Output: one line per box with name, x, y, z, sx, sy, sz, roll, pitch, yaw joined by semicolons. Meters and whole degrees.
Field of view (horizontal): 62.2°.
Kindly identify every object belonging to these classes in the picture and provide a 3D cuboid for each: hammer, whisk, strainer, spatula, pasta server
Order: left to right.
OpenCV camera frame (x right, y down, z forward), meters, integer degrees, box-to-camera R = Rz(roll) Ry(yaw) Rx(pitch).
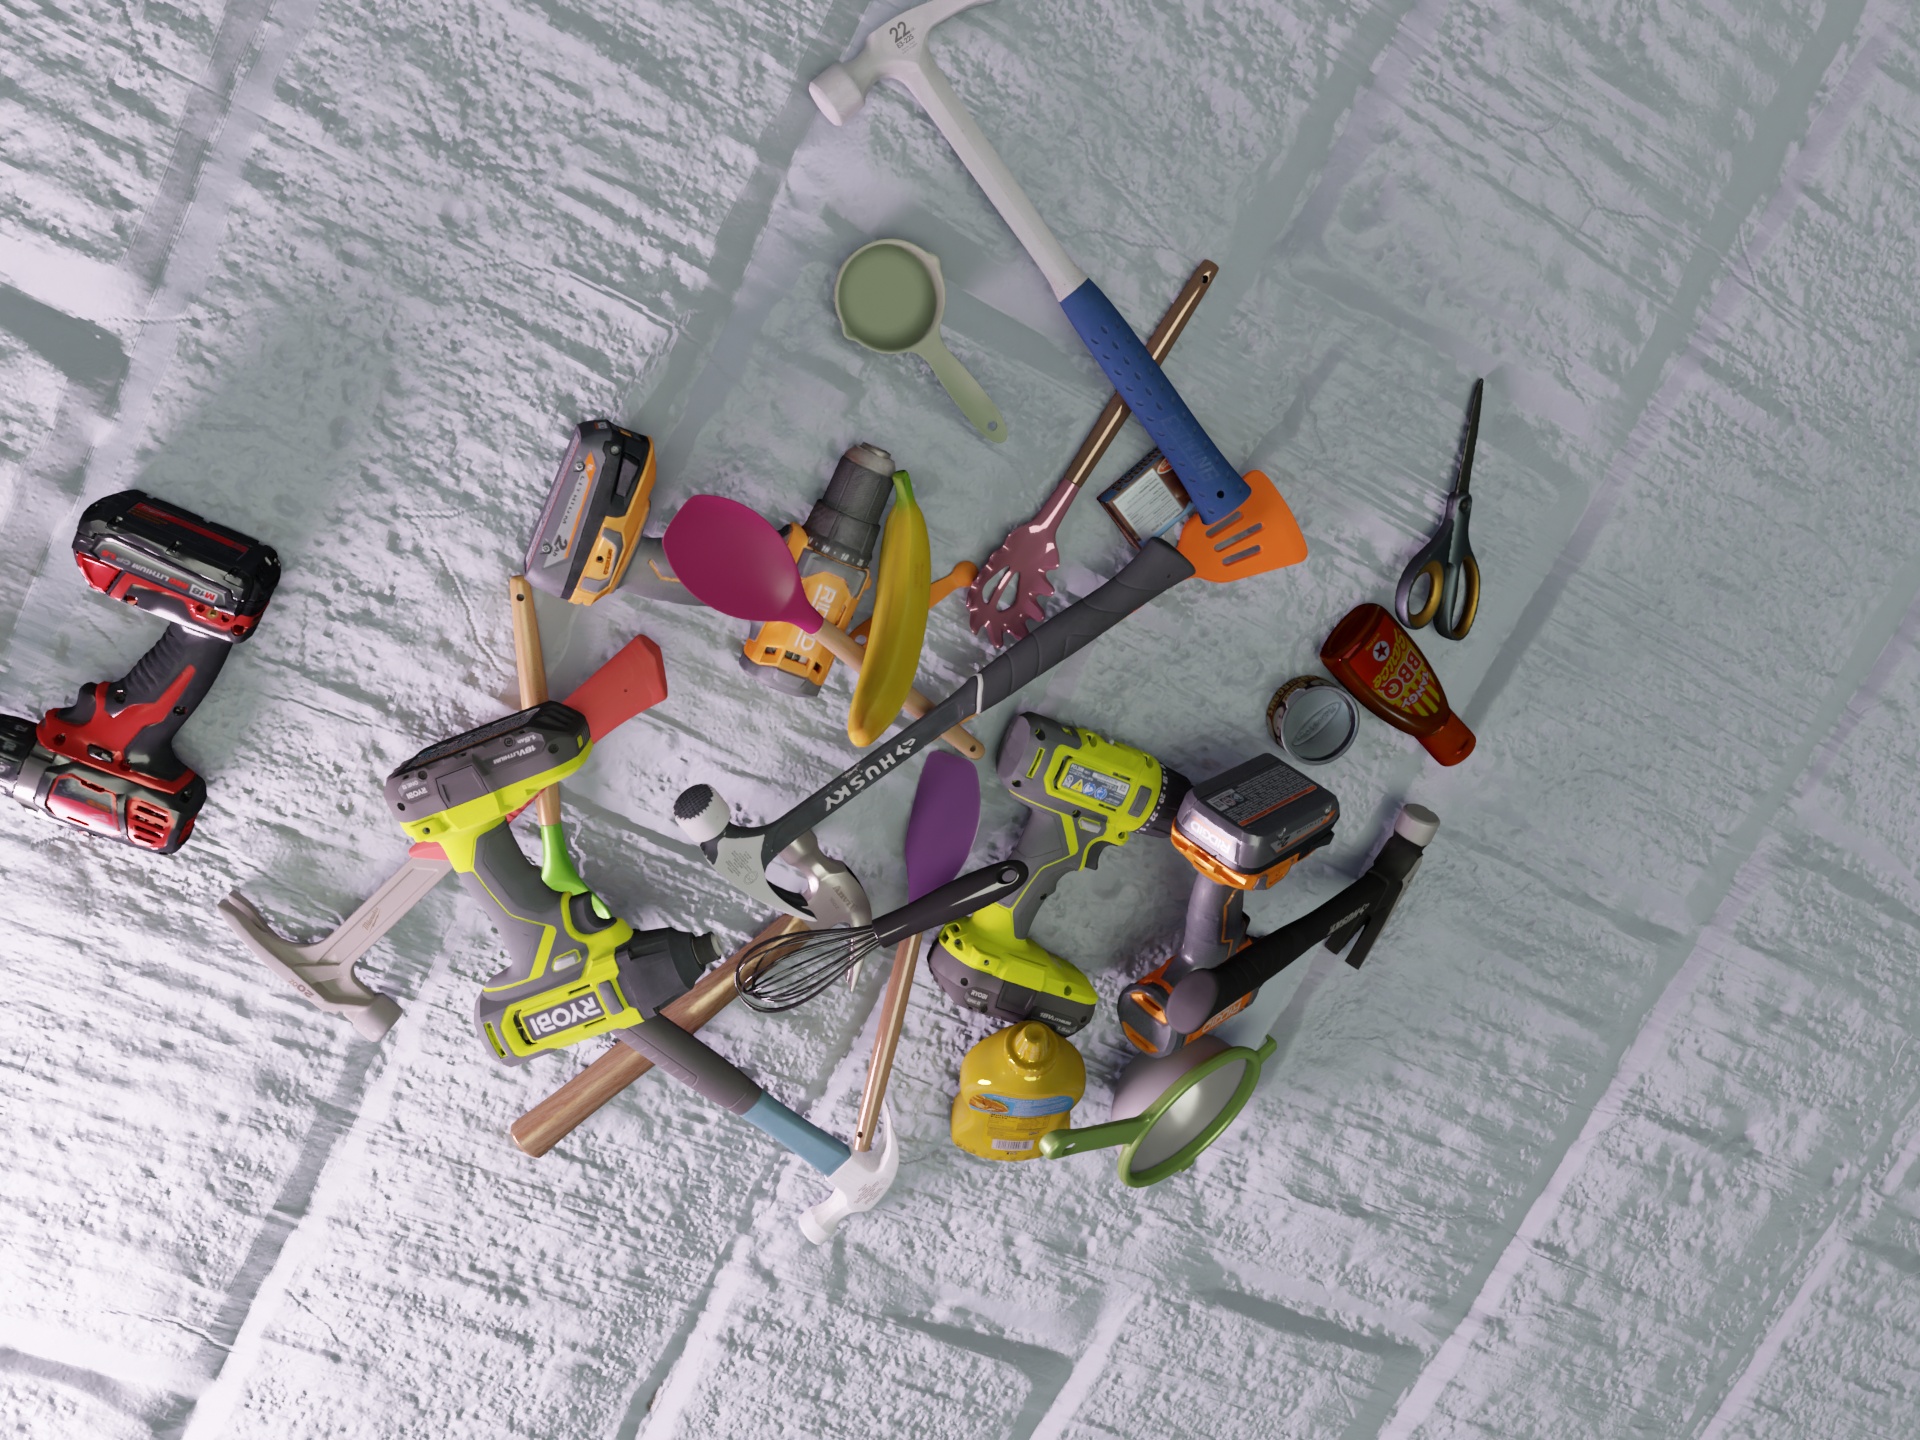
hammer;-0.349;0.064;1.123;0.359;0.037;0.149;-43;103;7
hammer;-0.207;0.226;1.226;0.331;0.031;0.130;-39;110;2
hammer;-0.173;0.287;1.221;0.128;0.033;0.330;-42;119;8
whisk;-0.060;0.154;1.175;0.239;0.055;0.055;-24;111;6
spatula;-0.039;0.180;1.218;0.060;0.018;0.316;17;96;29
hammer;-0.002;-0.004;1.148;0.409;0.036;0.149;-35;131;-4
hammer;0.077;-0.310;1.099;0.144;0.035;0.405;-39;105;1
pasta server;0.098;-0.195;1.157;0.060;0.040;0.316;30;97;-19
spatula;0.106;-0.072;1.195;0.322;0.041;0.081;-33;106;1
strainer;0.134;0.303;1.263;0.256;0.069;0.151;5;122;-48
hammer;0.254;0.166;1.195;0.334;0.035;0.146;-18;135;-48

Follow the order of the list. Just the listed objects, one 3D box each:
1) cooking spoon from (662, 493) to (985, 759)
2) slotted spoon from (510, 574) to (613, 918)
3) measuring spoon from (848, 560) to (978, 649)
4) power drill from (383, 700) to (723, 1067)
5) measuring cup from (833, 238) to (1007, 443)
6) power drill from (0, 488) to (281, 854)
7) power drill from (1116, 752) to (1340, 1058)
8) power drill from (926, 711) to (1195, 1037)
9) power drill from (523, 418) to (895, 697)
cooking spoon;-0.084;-0.053;1.112;0.318;0.017;0.069;39;84;-37
slotted spoon;-0.298;0.049;1.154;0.070;0.031;0.313;-6;106;-8
measuring spoon;-0.037;-0.082;1.176;0.117;0.011;0.021;-32;111;-1
power drill;-0.275;0.109;1.077;0.171;0.080;0.223;-21;105;2
measuring cup;-0.023;-0.261;1.112;0.083;0.038;0.167;-40;113;2
power drill;-0.570;-0.035;1.046;0.187;0.080;0.226;24;104;-18
power drill;0.212;0.142;1.226;0.164;0.084;0.226;-20;134;-41
power drill;0.089;0.123;1.234;0.190;0.080;0.228;21;99;-21
power drill;-0.165;-0.134;1.099;0.226;0.084;0.185;21;102;-22
